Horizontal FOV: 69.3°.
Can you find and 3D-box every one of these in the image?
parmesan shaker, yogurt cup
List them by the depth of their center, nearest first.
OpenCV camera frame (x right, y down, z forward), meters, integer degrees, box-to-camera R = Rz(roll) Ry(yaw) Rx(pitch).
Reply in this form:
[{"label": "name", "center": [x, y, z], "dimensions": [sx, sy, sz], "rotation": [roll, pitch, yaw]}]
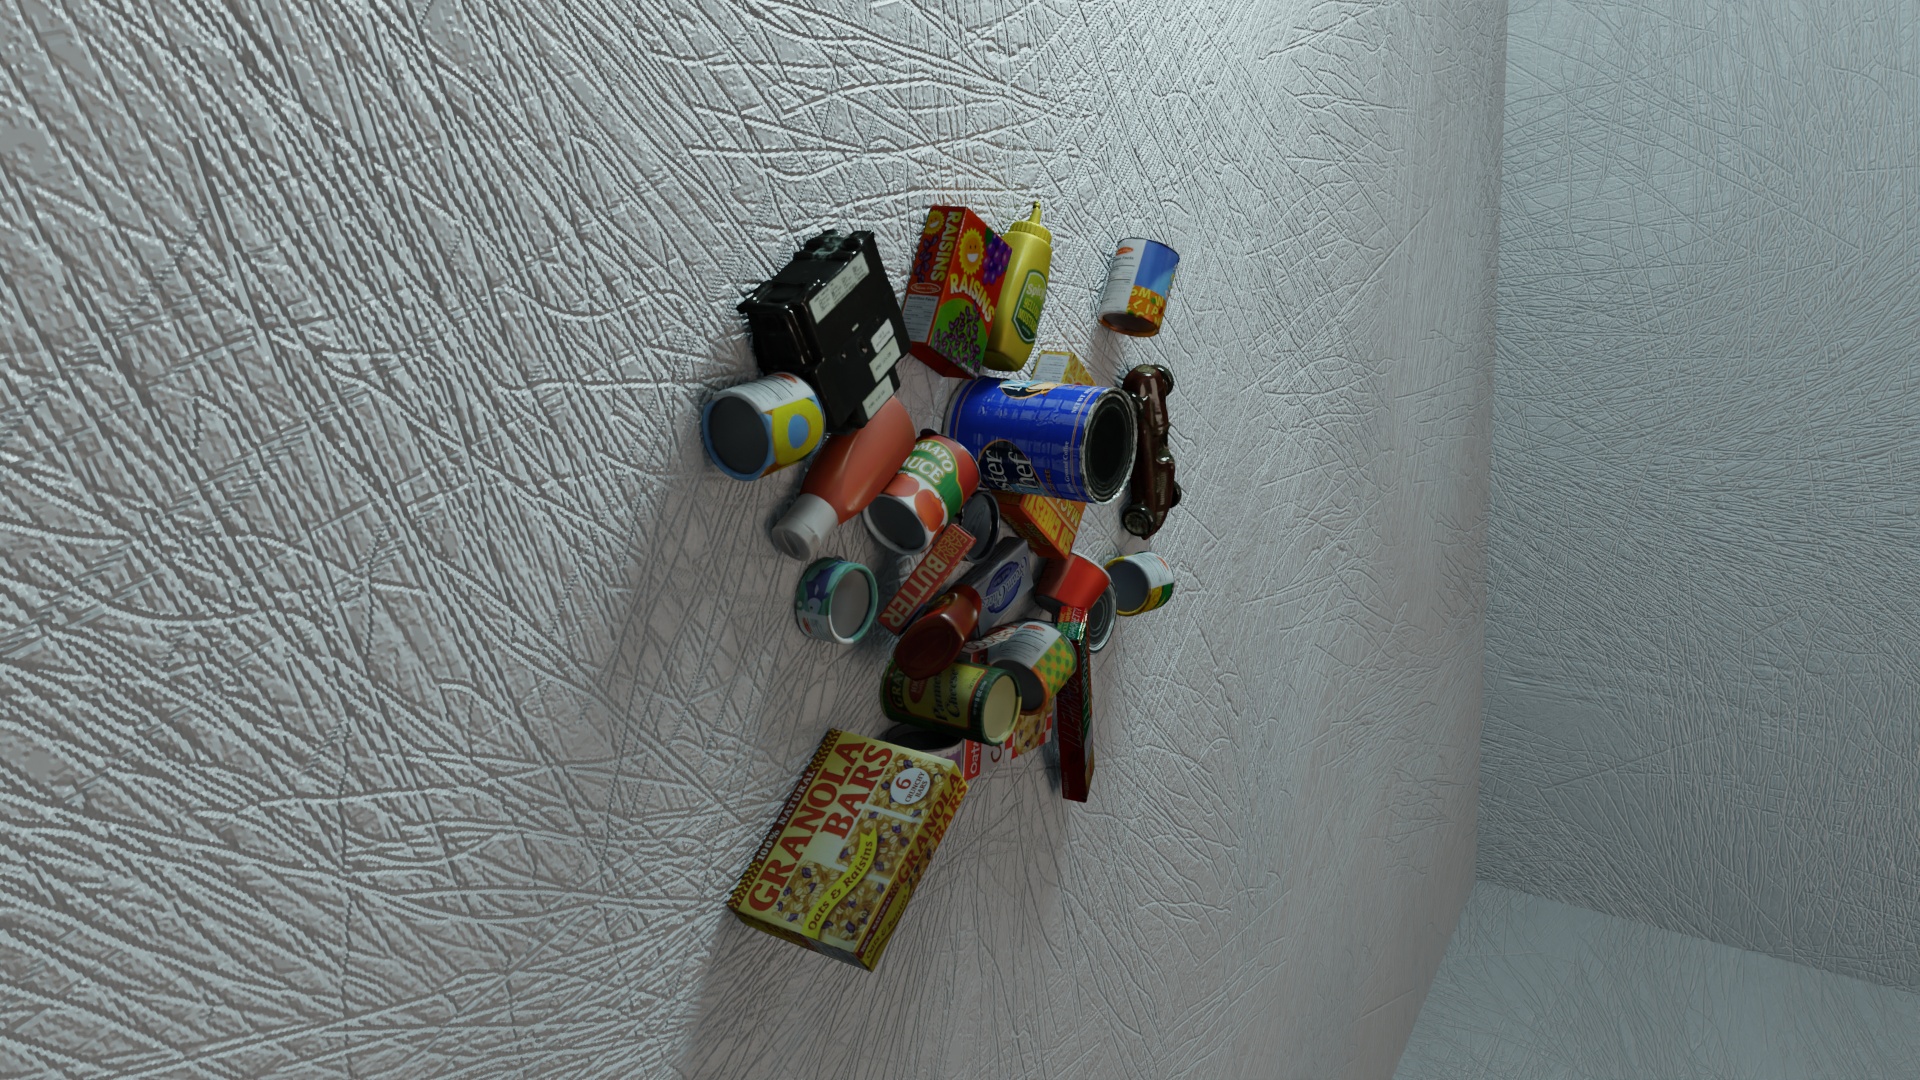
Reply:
[{"label": "parmesan shaker", "center": [-0.007, 0.130, 1.188], "dimensions": [0.071, 0.103, 0.071], "rotation": [-20, 115, -54]}, {"label": "yogurt cup", "center": [0.109, 0.047, 1.390], "dimensions": [0.054, 0.072, 0.072], "rotation": [-60, 143, -17]}]

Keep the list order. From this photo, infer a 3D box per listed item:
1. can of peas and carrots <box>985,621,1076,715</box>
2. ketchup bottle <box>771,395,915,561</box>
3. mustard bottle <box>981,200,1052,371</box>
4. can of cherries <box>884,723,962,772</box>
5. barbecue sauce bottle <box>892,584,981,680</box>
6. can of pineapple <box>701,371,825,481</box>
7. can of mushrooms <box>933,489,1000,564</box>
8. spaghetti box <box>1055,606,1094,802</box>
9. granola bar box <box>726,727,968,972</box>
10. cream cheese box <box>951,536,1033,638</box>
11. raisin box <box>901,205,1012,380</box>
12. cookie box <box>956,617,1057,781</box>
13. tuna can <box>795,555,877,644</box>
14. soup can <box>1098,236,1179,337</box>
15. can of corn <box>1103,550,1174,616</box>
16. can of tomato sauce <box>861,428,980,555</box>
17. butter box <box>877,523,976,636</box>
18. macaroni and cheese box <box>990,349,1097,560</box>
[{"label": "can of peas and carrots", "center": [0.064, 0.118, 1.252], "dimensions": [0.059, 0.071, 0.070], "rotation": [-44, 133, -45]}, {"label": "ketchup bottle", "center": [-0.090, -0.047, 1.068], "dimensions": [0.149, 0.043, 0.064], "rotation": [-55, 139, -34]}, {"label": "mustard bottle", "center": [0.050, -0.232, 1.238], "dimensions": [0.065, 0.049, 0.160], "rotation": [32, 71, -58]}, {"label": "can of cherries", "center": [-0.034, 0.195, 1.201], "dimensions": [0.072, 0.071, 0.058], "rotation": [-21, 116, -54]}, {"label": "barbecue sauce bottle", "center": [-0.012, 0.072, 1.179], "dimensions": [0.043, 0.064, 0.149], "rotation": [49, 16, -2]}, {"label": "can of pineapple", "center": [-0.137, -0.078, 0.965], "dimensions": [0.058, 0.071, 0.070], "rotation": [-29, 121, -51]}, {"label": "can of mushrooms", "center": [0.004, -0.015, 1.235], "dimensions": [0.071, 0.033, 0.070], "rotation": [-22, 117, -53]}, {"label": "spaghetti box", "center": [0.117, 0.170, 1.415], "dimensions": [0.050, 0.029, 0.248], "rotation": [-70, 160, -46]}, {"label": "granola bar box", "center": [-0.085, 0.234, 1.071], "dimensions": [0.166, 0.124, 0.039], "rotation": [-59, 143, -30]}, {"label": "cream cheese box", "center": [0.031, 0.042, 1.301], "dimensions": [0.104, 0.024, 0.053], "rotation": [-41, 131, -46]}, {"label": "raisin box", "center": [-0.005, -0.207, 1.167], "dimensions": [0.086, 0.040, 0.123], "rotation": [27, 76, -56]}, {"label": "cookie box", "center": [0.033, 0.147, 1.317], "dimensions": [0.168, 0.040, 0.122], "rotation": [-11, 107, -57]}, {"label": "tuna can", "center": [-0.096, 0.046, 1.092], "dimensions": [0.071, 0.033, 0.071], "rotation": [-22, 116, -54]}, {"label": "soup can", "center": [0.185, -0.258, 1.427], "dimensions": [0.071, 0.071, 0.084], "rotation": [31, 72, -56]}, {"label": "can of corn", "center": [0.190, 0.049, 1.518], "dimensions": [0.058, 0.071, 0.071], "rotation": [-10, 106, -56]}, {"label": "can of tomato sauce", "center": [-0.033, -0.039, 1.139], "dimensions": [0.083, 0.071, 0.071], "rotation": [-51, 138, -37]}, {"label": "butter box", "center": [-0.027, 0.032, 1.151], "dimensions": [0.103, 0.024, 0.053], "rotation": [-52, 177, 1]}, {"label": "macaroni and cheese box", "center": [0.091, -0.081, 1.350], "dimensions": [0.123, 0.040, 0.167], "rotation": [46, 59, -52]}]
